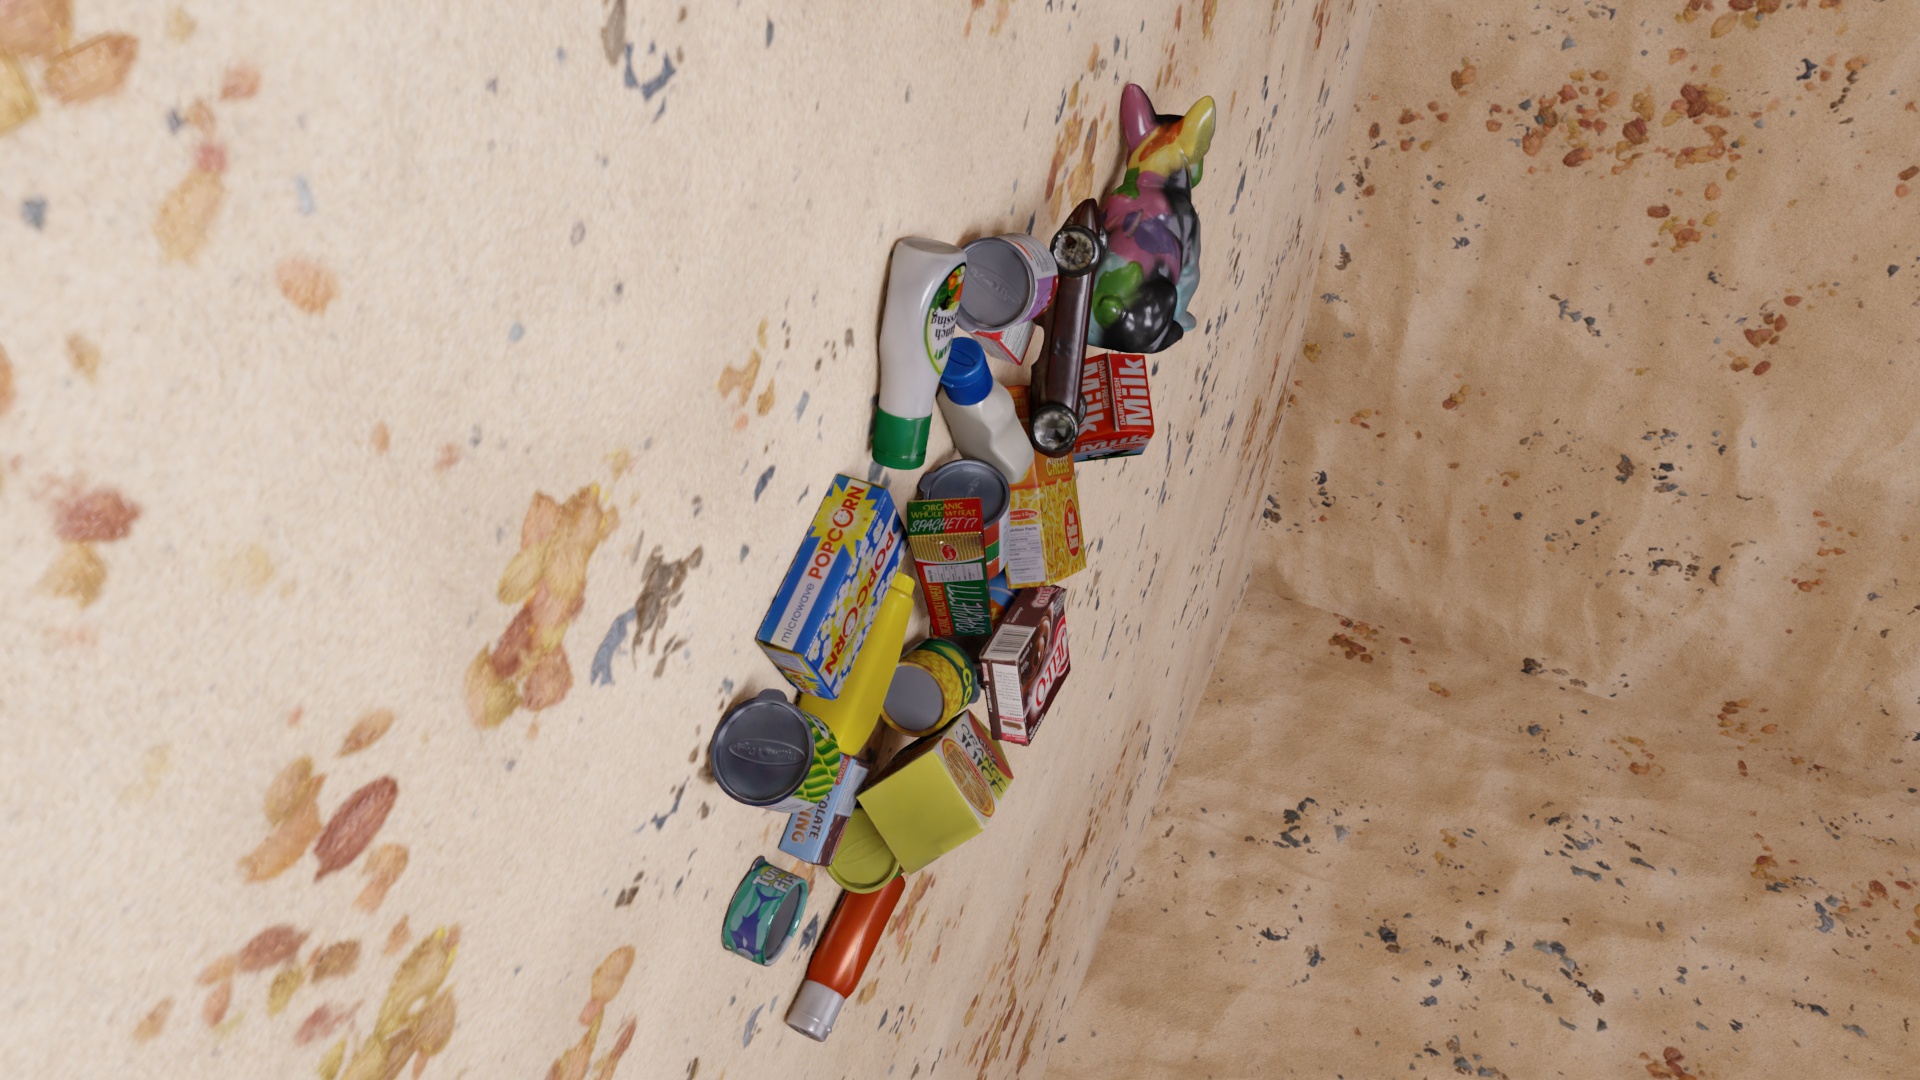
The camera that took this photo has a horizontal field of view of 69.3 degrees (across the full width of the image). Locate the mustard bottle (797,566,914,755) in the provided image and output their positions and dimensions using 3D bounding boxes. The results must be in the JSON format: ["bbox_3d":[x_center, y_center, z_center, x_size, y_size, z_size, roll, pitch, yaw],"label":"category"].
[{"bbox_3d":[-0.067,0.068,0.973,0.065,0.049,0.160,54,54,-70],"label":"mustard bottle"}]

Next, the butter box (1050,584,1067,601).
[{"bbox_3d":[0.075,0.089,1.431,0.024,0.053,0.103,-39,143,-56],"label":"butter box"}]

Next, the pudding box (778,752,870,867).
[{"bbox_3d":[-0.100,0.197,1.030,0.049,0.030,0.084,53,57,-71],"label":"pudding box"}]

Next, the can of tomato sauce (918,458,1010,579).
[{"bbox_3d":[0.004,-0.014,1.079,0.082,0.071,0.071,87,27,-59],"label":"can of tomato sauce"}]

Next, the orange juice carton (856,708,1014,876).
[{"bbox_3d":[-0.013,0.192,1.111,0.071,0.073,0.193,-34,179,12],"label":"orange juice carton"}]

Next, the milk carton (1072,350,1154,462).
[{"bbox_3d":[0.134,-0.120,1.268,0.190,0.073,0.072,59,24,-84],"label":"milk carton"}]

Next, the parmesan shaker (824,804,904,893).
[{"bbox_3d":[-0.064,0.239,1.129,0.103,0.071,0.071,1,107,-73],"label":"parmesan shaker"}]

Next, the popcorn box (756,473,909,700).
[{"bbox_3d":[-0.081,0.032,0.908,0.085,0.038,0.127,70,41,-63],"label":"popcorn box"}]

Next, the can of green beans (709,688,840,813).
[{"bbox_3d":[-0.113,0.134,0.861,0.057,0.071,0.071,53,56,-70],"label":"can of green beans"}]

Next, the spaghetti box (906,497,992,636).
[{"bbox_3d":[-0.004,0.025,1.020,0.249,0.050,0.029,81,7,-71],"label":"spaghetti box"}]

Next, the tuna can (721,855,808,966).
[{"bbox_3d":[-0.136,0.260,0.976,0.071,0.033,0.071,17,91,-73],"label":"tuna can"}]

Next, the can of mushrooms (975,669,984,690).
[{"bbox_3d":[0.031,0.109,1.293,0.033,0.071,0.071,63,47,-68],"label":"can of mushrooms"}]

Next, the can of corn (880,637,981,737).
[{"bbox_3d":[-0.026,0.119,1.114,0.058,0.071,0.071,-32,137,-64],"label":"can of corn"}]

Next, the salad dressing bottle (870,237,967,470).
[{"bbox_3d":[-0.030,-0.120,0.904,0.064,0.044,0.147,-42,146,-61],"label":"salad dressing bottle"}]

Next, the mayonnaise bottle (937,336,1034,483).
[{"bbox_3d":[0.014,-0.097,1.040,0.041,0.065,0.147,-54,155,-15],"label":"mayonnaise bottle"}]

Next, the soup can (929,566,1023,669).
[{"bbox_3d":[0.018,0.058,1.206,0.084,0.071,0.071,-55,156,-42],"label":"soup can"}]

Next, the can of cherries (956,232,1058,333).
[{"bbox_3d":[0.029,-0.184,0.993,0.058,0.071,0.071,-37,142,-64],"label":"can of cherries"}]

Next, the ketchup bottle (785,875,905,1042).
[{"bbox_3d":[-0.096,0.344,1.168,0.064,0.043,0.149,86,28,-57],"label":"ketchup bottle"}]

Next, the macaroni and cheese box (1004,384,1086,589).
[{"bbox_3d":[0.066,-0.049,1.185,0.124,0.040,0.166,-17,100,-70],"label":"macaroni and cheese box"}]
